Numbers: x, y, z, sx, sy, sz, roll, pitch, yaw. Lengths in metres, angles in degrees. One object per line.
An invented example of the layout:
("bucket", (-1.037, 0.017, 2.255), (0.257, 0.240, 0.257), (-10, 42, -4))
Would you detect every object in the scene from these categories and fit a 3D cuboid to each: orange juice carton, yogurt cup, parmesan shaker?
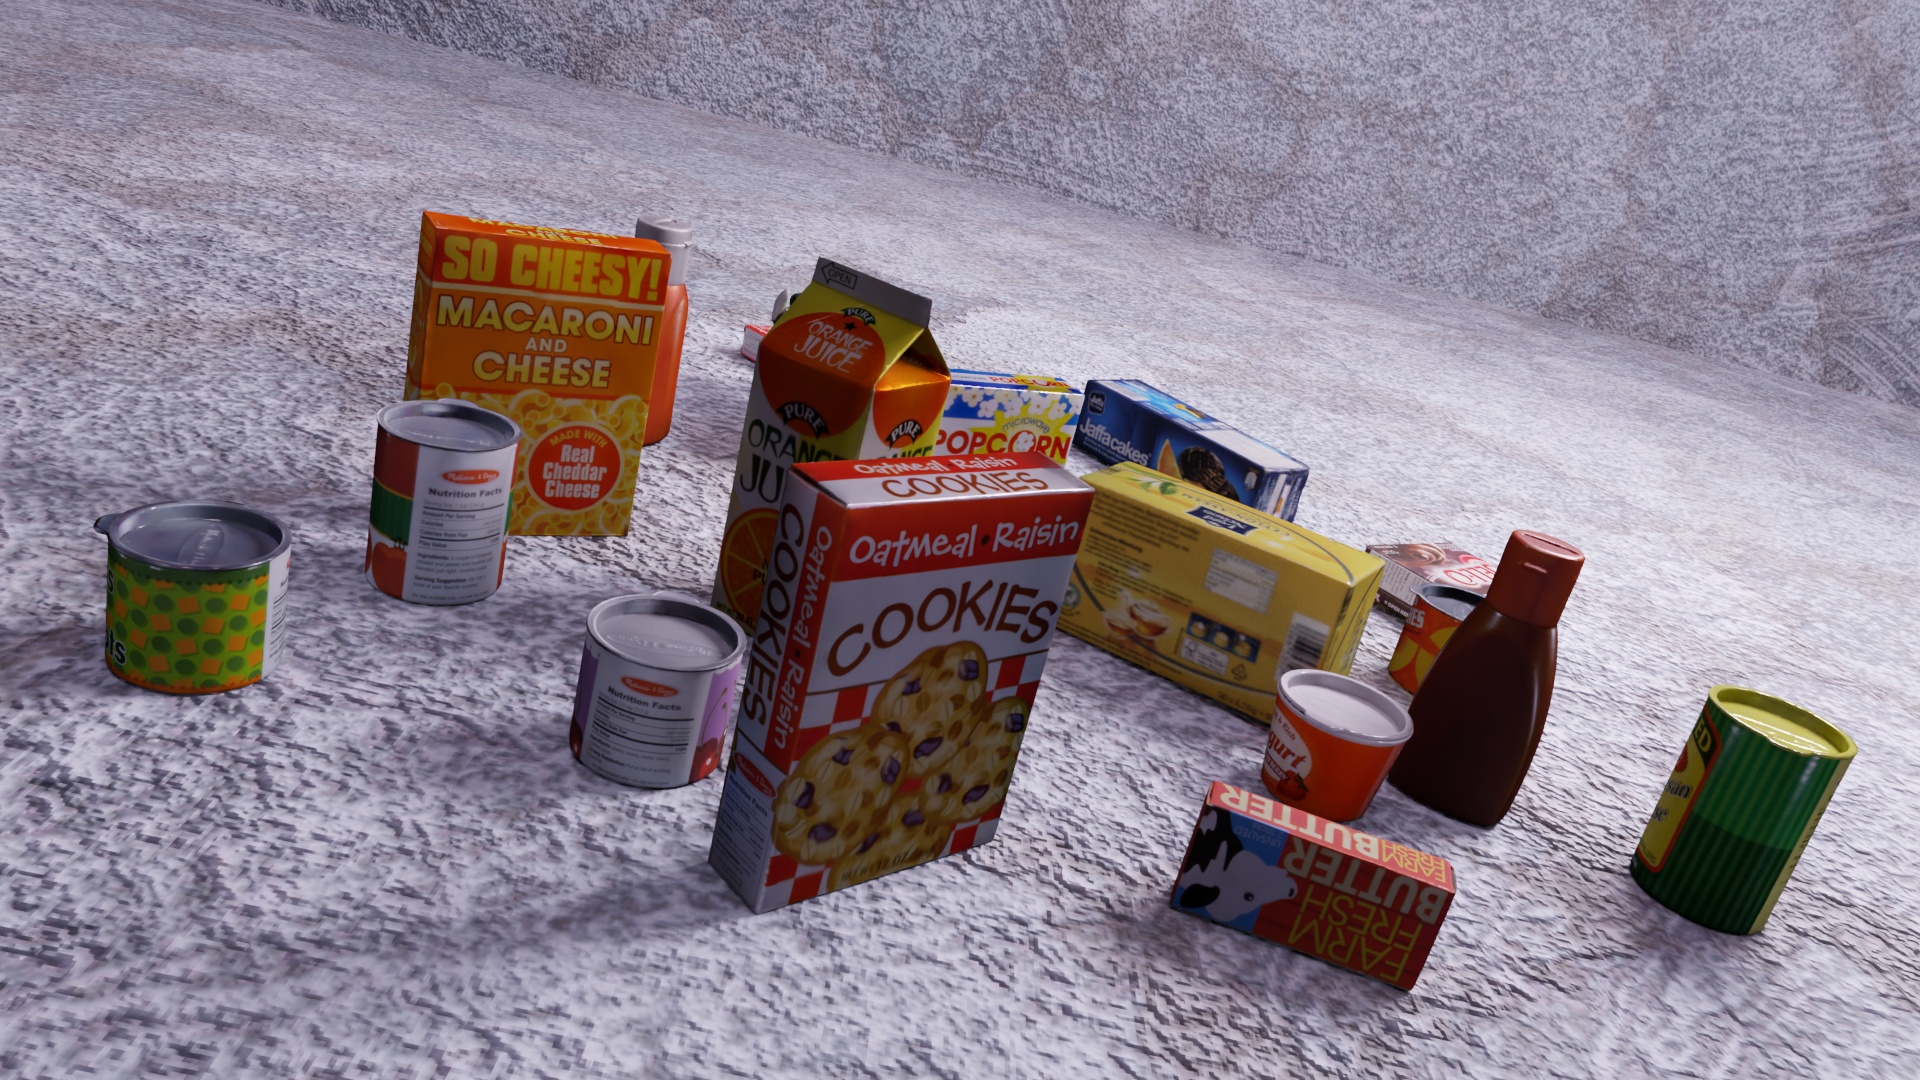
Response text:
("orange juice carton", (-0.064, -0.042, 0.709), (0.072, 0.191, 0.073), (24, 23, 25))
("yogurt cup", (0.184, 0.103, 0.694), (0.072, 0.053, 0.072), (12, 21, -5))
("parmesan shaker", (0.379, 0.132, 0.678), (0.071, 0.102, 0.071), (13, 20, -5))

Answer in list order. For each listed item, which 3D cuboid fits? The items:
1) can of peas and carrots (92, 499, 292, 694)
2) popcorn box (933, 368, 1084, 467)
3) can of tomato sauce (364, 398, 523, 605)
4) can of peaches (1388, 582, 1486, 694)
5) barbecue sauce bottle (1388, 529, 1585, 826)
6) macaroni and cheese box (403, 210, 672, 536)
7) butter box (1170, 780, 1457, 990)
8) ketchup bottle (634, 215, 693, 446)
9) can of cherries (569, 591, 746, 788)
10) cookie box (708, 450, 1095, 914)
("can of peas and carrots", (-0.316, 0.022, 0.570), (0.071, 0.058, 0.071), (12, 21, -5))
("popcorn box", (0.021, -0.077, 1.004), (0.127, 0.085, 0.038), (1, 24, -32))
("can of tomato sauce", (-0.255, -0.020, 0.683), (0.071, 0.082, 0.071), (13, 21, -5))
("can of peaches", (0.305, 0.065, 0.863), (0.071, 0.057, 0.071), (12, 21, -5))
("barbecue sauce bottle", (0.272, 0.068, 0.707), (0.065, 0.148, 0.044), (25, 23, 26))
("macaroni and cheese box", (-0.232, -0.085, 0.749), (0.124, 0.165, 0.040), (1, 24, -32))
("butter box", (0.144, 0.142, 0.571), (0.103, 0.053, 0.024), (18, 21, 10))
("ketchup bottle", (-0.208, -0.140, 0.928), (0.043, 0.148, 0.065), (17, 20, 7))
("can of cherries", (-0.128, 0.062, 0.591), (0.071, 0.058, 0.072), (12, 21, -5))
("cookie box", (-0.023, 0.050, 0.536), (0.123, 0.166, 0.040), (-6, 28, -42))
